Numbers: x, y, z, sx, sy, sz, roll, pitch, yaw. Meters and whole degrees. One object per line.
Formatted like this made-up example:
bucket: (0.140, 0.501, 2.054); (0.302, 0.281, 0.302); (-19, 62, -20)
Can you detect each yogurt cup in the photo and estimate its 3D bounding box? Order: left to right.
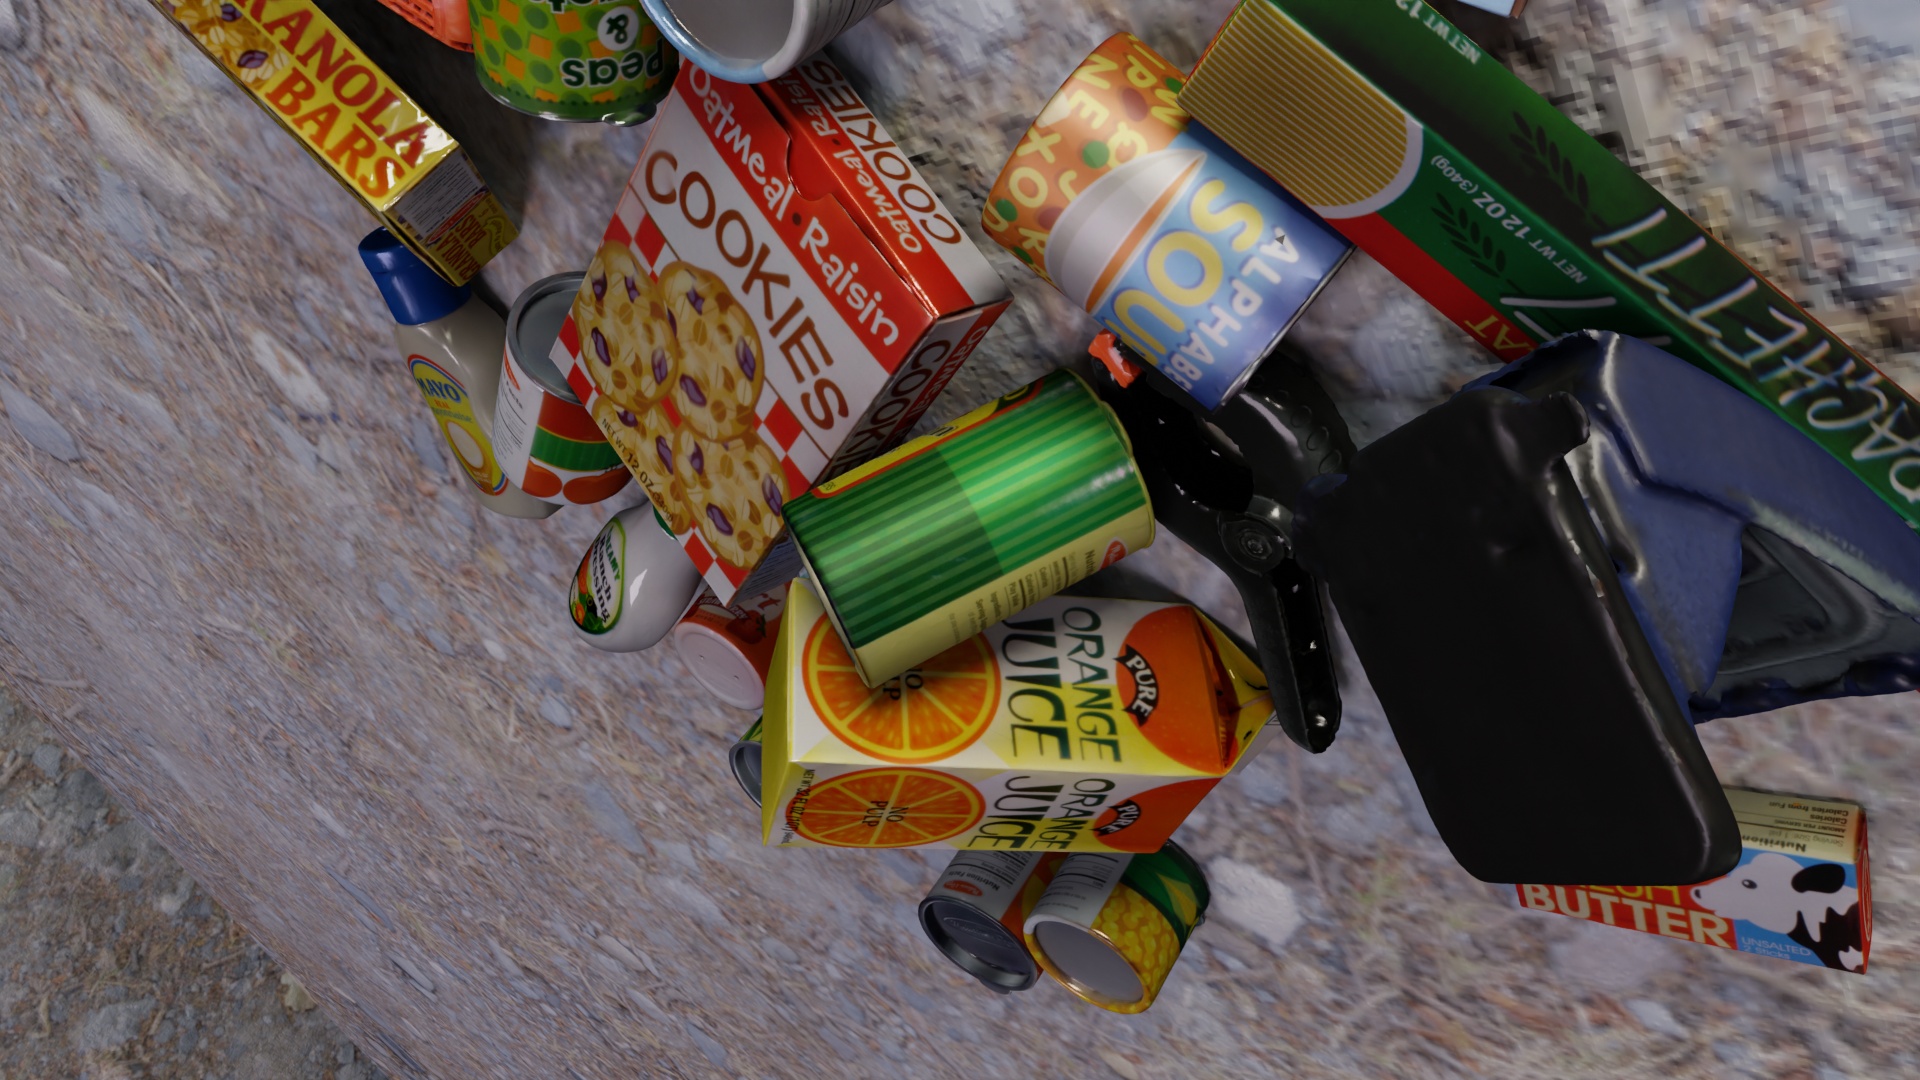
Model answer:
yogurt cup: (-0.096, 0.042, 0.649); (0.072, 0.054, 0.072); (24, 141, 22)

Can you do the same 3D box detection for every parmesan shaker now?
parmesan shaker: (0.002, -0.006, 0.445); (0.071, 0.103, 0.071); (61, 171, 17)

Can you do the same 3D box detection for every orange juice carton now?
orange juice carton: (0.028, 0.068, 0.509); (0.193, 0.073, 0.071); (4, 144, -13)

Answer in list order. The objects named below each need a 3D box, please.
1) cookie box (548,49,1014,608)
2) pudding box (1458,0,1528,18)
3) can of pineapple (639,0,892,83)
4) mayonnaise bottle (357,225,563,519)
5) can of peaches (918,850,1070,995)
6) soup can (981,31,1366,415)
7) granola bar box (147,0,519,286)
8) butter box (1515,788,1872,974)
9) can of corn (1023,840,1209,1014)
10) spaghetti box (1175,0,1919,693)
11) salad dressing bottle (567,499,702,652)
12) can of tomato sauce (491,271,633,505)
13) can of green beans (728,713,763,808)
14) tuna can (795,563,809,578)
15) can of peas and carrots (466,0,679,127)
cookie box: (-0.070, -0.072, 0.472); (0.123, 0.040, 0.166); (53, 135, 11)
pudding box: (0.094, -0.153, 0.303); (0.084, 0.030, 0.049); (27, 140, 18)
can of pineapple: (-0.054, -0.172, 0.391); (0.071, 0.058, 0.070); (24, 140, 22)
mayonnaise bottle: (-0.232, -0.079, 0.656); (0.065, 0.041, 0.147); (13, 136, 34)
can of peaches: (0.023, 0.176, 0.677); (0.071, 0.058, 0.070); (23, 140, 21)
soup can: (0.056, -0.083, 0.372); (0.084, 0.072, 0.071); (38, 143, 4)
granola bar box: (-0.254, -0.178, 0.532); (0.165, 0.039, 0.124); (44, 173, -4)
butter box: (0.231, 0.103, 0.447); (0.103, 0.024, 0.053); (2, 128, 39)
can of corn: (0.072, 0.172, 0.628); (0.071, 0.058, 0.070); (24, 140, 22)
spaghetti box: (0.162, -0.047, 0.324); (0.250, 0.029, 0.050); (37, 164, -3)
salad dressing bottle: (-0.140, 0.003, 0.649); (0.147, 0.044, 0.064); (-42, 52, 46)
can of tomato sauce: (-0.160, -0.062, 0.591); (0.071, 0.071, 0.082); (39, 144, 2)
can of green beans: (-0.070, 0.104, 0.684); (0.071, 0.058, 0.071); (24, 140, 22)
tuna can: (-0.026, 0.008, 0.543); (0.071, 0.071, 0.032); (49, 142, -11)
can of peas and carrots: (-0.122, -0.174, 0.440); (0.071, 0.071, 0.058); (29, 141, 15)
